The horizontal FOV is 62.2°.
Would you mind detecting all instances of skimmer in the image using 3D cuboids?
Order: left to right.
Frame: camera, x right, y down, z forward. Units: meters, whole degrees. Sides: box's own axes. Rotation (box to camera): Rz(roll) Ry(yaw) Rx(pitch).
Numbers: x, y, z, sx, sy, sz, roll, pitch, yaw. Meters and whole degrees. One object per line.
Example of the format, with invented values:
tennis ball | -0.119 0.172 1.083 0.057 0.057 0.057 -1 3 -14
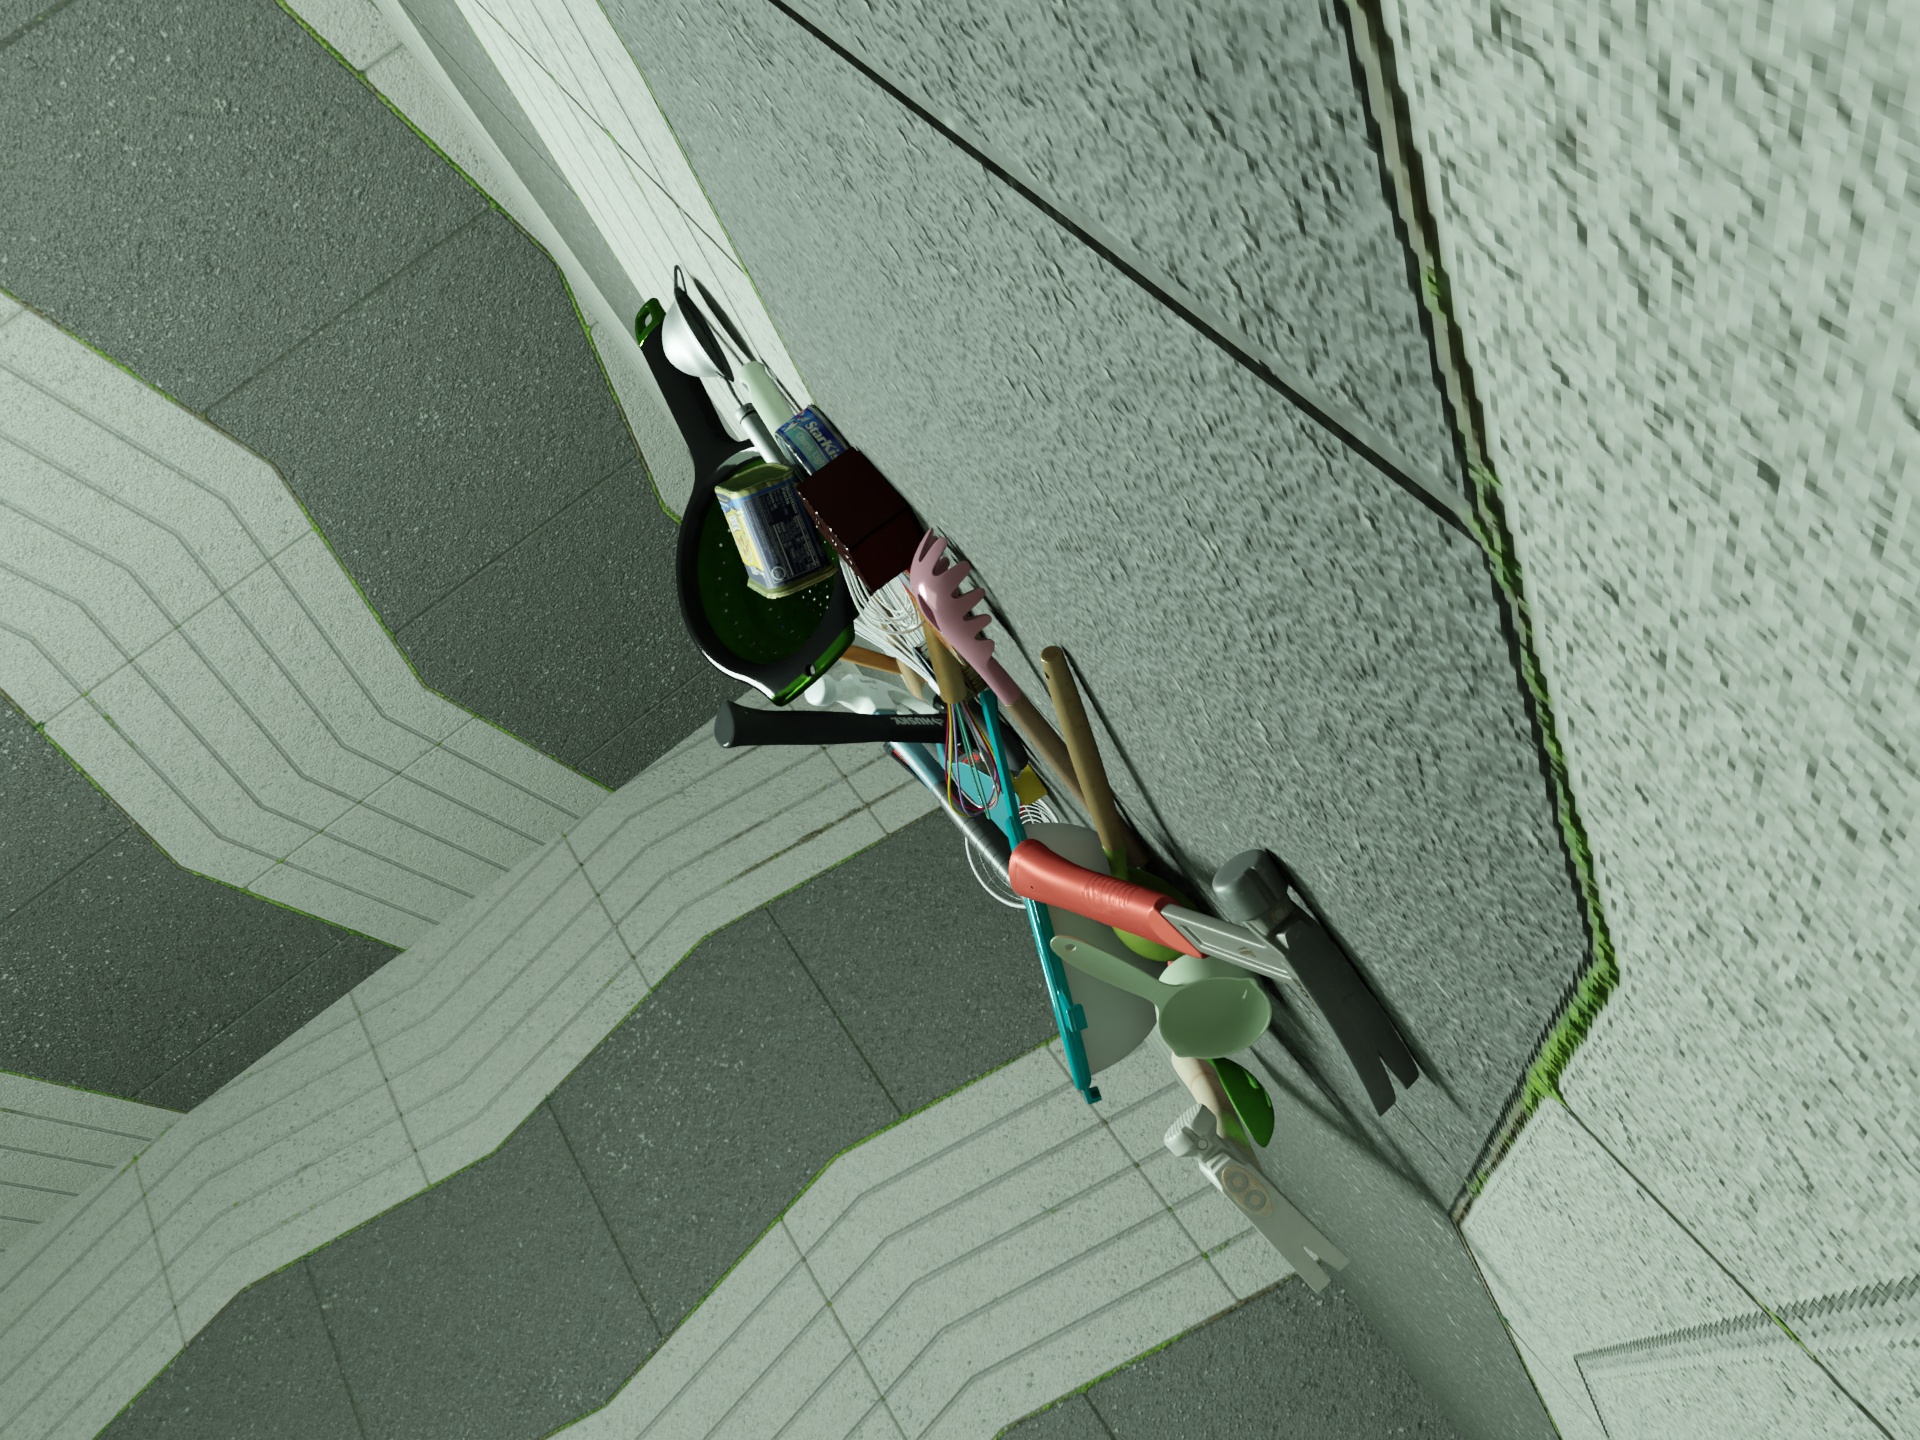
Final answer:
skimmer | 0.084 0.139 1.488 0.363 0.090 0.127 -157 60 -78

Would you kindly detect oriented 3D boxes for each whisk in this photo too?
whisk | -0.099 -0.171 1.212 0.246 0.059 0.058 58 170 6
whisk | -0.037 -0.058 1.452 0.285 0.070 0.070 47 175 14
whisk | -0.004 -0.003 1.309 0.051 0.047 0.244 -95 -7 -46

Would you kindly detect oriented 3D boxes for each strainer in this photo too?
strainer | -0.175 -0.248 1.257 0.258 0.050 0.087 55 -173 10
strainer | 0.091 0.111 1.232 0.210 0.095 0.341 75 -178 -59

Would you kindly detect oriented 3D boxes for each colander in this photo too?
colander | -0.173 -0.199 1.361 0.094 0.204 0.397 0 -124 -51

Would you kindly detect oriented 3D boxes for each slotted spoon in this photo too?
slotted spoon | 0.162 0.227 1.276 0.070 0.031 0.314 50 178 -37

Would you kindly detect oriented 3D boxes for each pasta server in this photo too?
pasta server | 0.055 -0.003 1.076 0.315 0.040 0.060 51 178 -33

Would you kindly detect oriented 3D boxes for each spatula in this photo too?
spatula | -0.078 -0.051 1.652 0.081 0.041 0.322 50 -164 23
spatula | -0.023 -0.015 1.588 0.082 0.044 0.318 97 154 -51

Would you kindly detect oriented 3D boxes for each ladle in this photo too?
ladle | 0.102 0.055 1.005 0.078 0.062 0.319 53 170 42

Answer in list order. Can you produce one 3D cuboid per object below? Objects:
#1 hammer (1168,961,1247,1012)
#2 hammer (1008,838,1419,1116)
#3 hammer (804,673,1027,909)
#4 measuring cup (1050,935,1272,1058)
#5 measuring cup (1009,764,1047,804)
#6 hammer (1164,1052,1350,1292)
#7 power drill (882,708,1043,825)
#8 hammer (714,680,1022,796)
hammer | 0.198 0.222 1.289 0.143 0.038 0.386 51 176 6
hammer | 0.118 0.121 0.926 0.149 0.037 0.359 54 165 -14
hammer | -0.008 0.070 1.443 0.128 0.033 0.331 3 -142 -50
measuring cup | 0.129 0.168 1.054 0.167 0.083 0.038 27 -151 -17
measuring cup | 0.044 0.049 1.576 0.062 0.029 0.156 54 173 -15
hammer | 0.215 0.327 1.265 0.146 0.038 0.410 45 -178 4
power drill | 0.012 0.067 1.763 0.143 0.078 0.220 43 177 -31
hammer | -0.080 0.010 1.385 0.334 0.035 0.146 1 -141 -50
